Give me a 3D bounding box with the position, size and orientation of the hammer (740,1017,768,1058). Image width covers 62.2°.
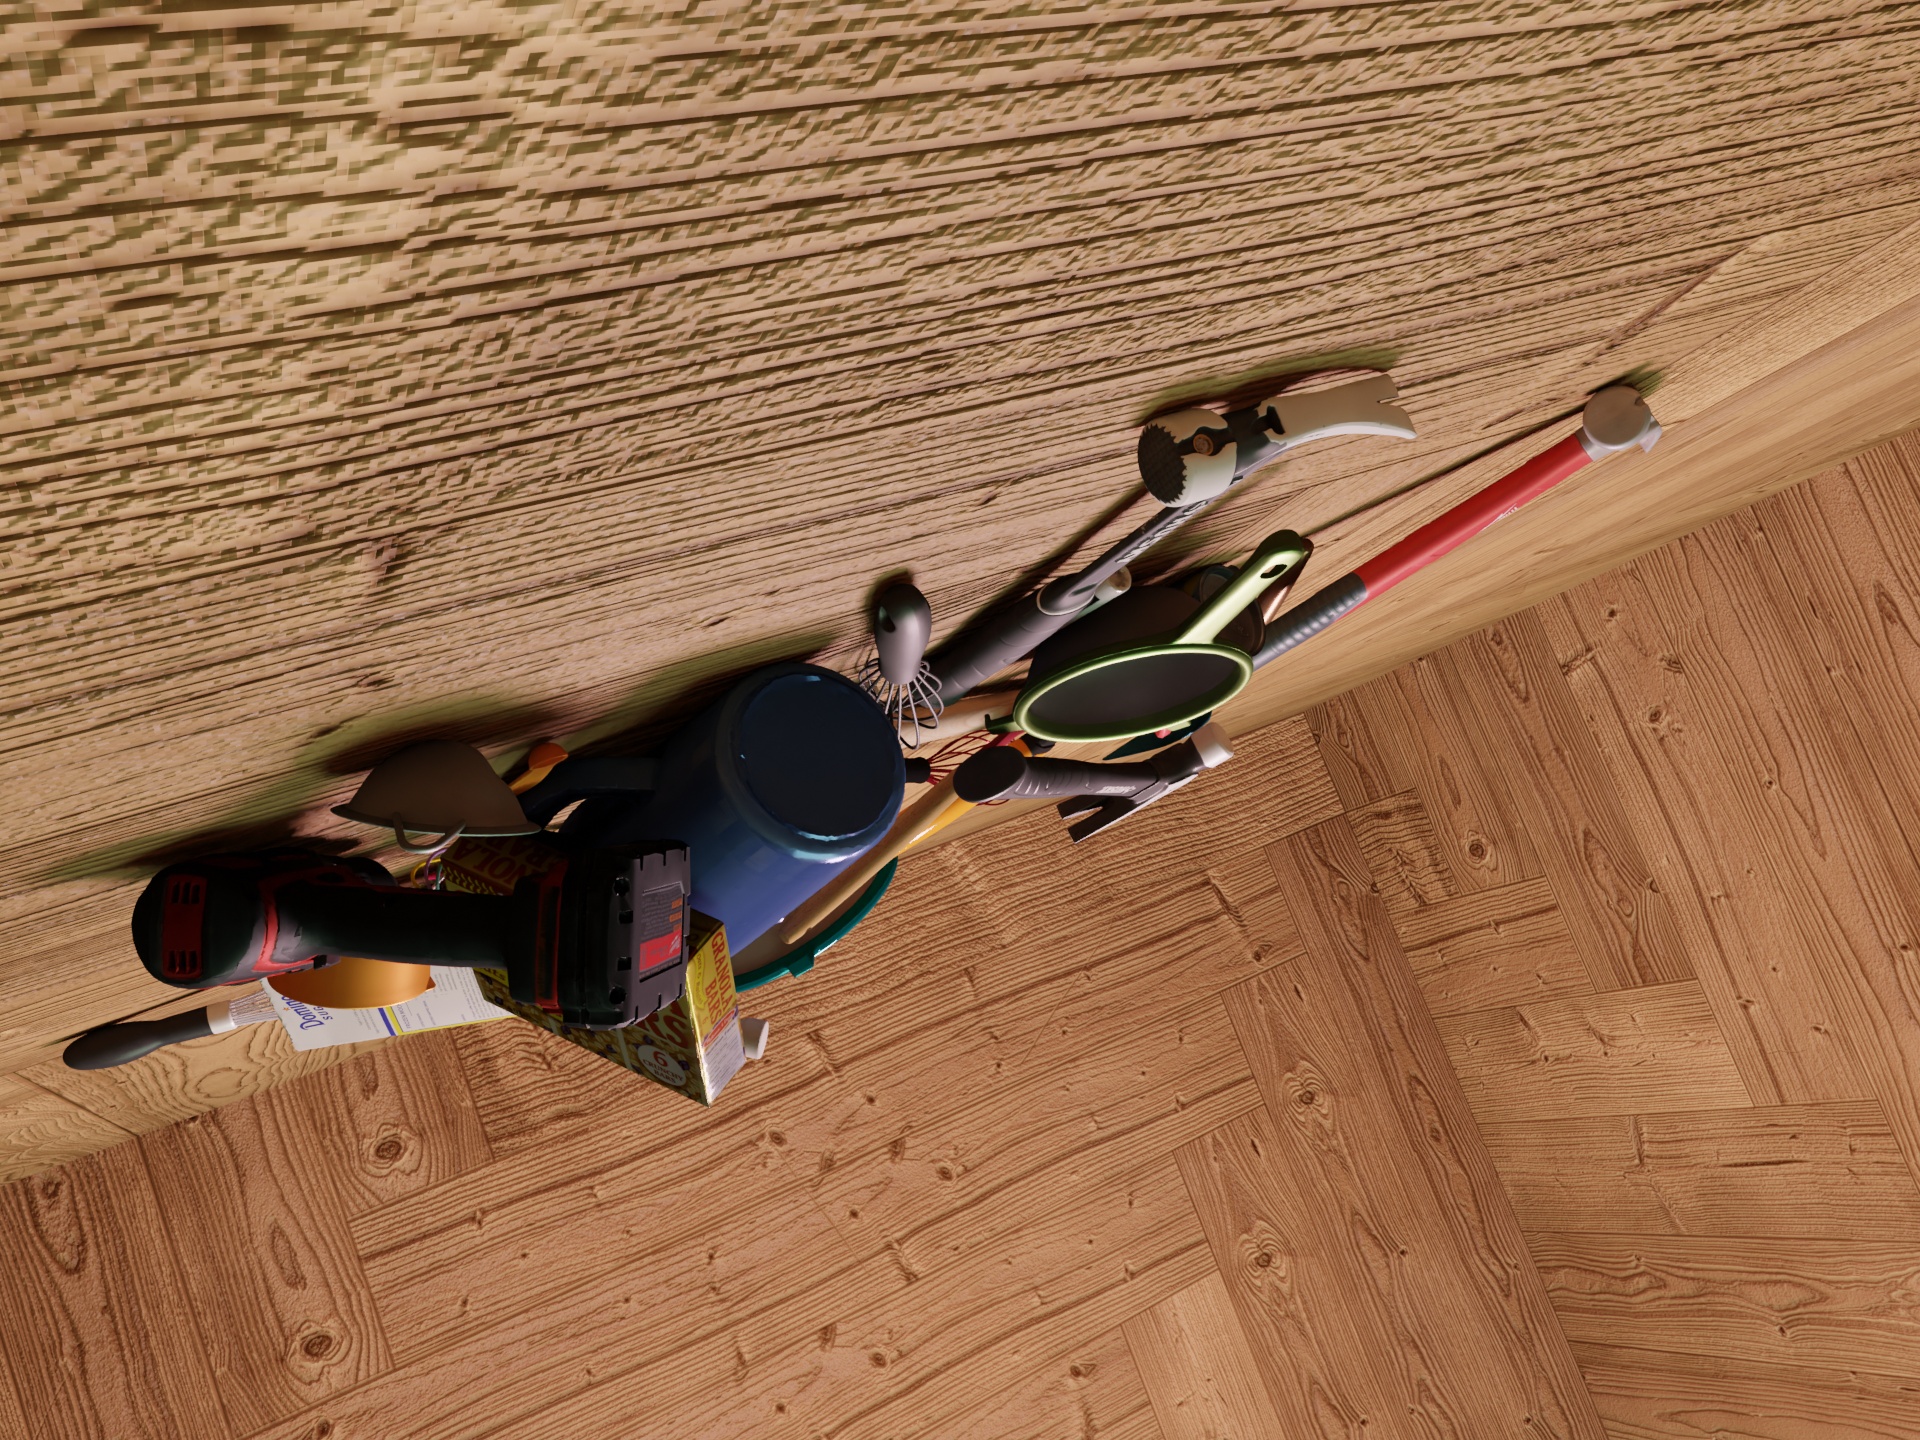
[{"bbox_3d":[-0.212,0.150,1.137,0.130,0.031,0.331,10,143,5],"label":"hammer"}]

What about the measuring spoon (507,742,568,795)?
[{"bbox_3d":[-0.226,0.027,0.824,0.021,0.011,0.117,-18,176,-30],"label":"measuring spoon"}]

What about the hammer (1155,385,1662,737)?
[{"bbox_3d":[0.289,-0.100,1.083,0.386,0.038,0.143,-33,170,25],"label":"hammer"}]

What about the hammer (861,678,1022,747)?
[{"bbox_3d":[-0.002,-0.004,1.160,0.146,0.038,0.410,-27,172,32],"label":"hammer"}]

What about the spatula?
[{"bbox_3d":[0.193,-0.047,1.209,0.082,0.044,0.317,-29,161,-28],"label":"spatula"}]

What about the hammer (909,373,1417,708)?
[{"bbox_3d":[0.067,-0.074,0.820,0.149,0.036,0.409,-19,174,-27],"label":"hammer"}]

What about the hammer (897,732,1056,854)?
[{"bbox_3d":[0.038,0.031,1.210,0.337,0.034,0.127,-33,167,-15],"label":"hammer"}]

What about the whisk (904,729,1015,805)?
[{"bbox_3d":[-0.024,0.043,1.392,0.073,0.073,0.295,-25,166,30],"label":"whisk"}]

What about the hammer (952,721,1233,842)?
[{"bbox_3d":[0.081,0.044,1.136,0.146,0.035,0.334,-32,165,22],"label":"hammer"}]

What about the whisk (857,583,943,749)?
[{"bbox_3d":[-0.031,-0.027,0.835,0.055,0.055,0.239,-21,169,-8],"label":"whisk"}]

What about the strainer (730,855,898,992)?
[{"bbox_3d":[-0.213,0.132,1.342,0.340,0.095,0.211,-11,-153,38],"label":"strainer"}]

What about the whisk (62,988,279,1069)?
[{"bbox_3d":[-0.518,0.213,1.189,0.284,0.070,0.070,-15,172,-14],"label":"whisk"}]

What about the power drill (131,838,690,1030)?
[{"bbox_3d":[-0.249,0.095,0.771,0.226,0.080,0.188,2,178,5],"label":"power drill"}]

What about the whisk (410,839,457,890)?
[{"bbox_3d":[-0.271,0.086,1.044,0.047,0.051,0.245,-2,-175,21],"label":"whisk"}]

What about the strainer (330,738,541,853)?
[{"bbox_3d":[-0.237,0.039,0.747,0.087,0.050,0.258,7,173,-12],"label":"strainer"}]

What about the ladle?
[{"bbox_3d":[-0.008,0.045,1.063,0.315,0.031,0.069,-41,171,-31],"label":"ladle"}]

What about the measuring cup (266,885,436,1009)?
[{"bbox_3d":[-0.351,0.113,0.944,0.095,0.052,0.174,8,-166,-10],"label":"measuring cup"}]

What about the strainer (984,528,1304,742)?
[{"bbox_3d":[0.121,-0.064,0.945,0.151,0.069,0.256,-1,157,-24],"label":"strainer"}]
